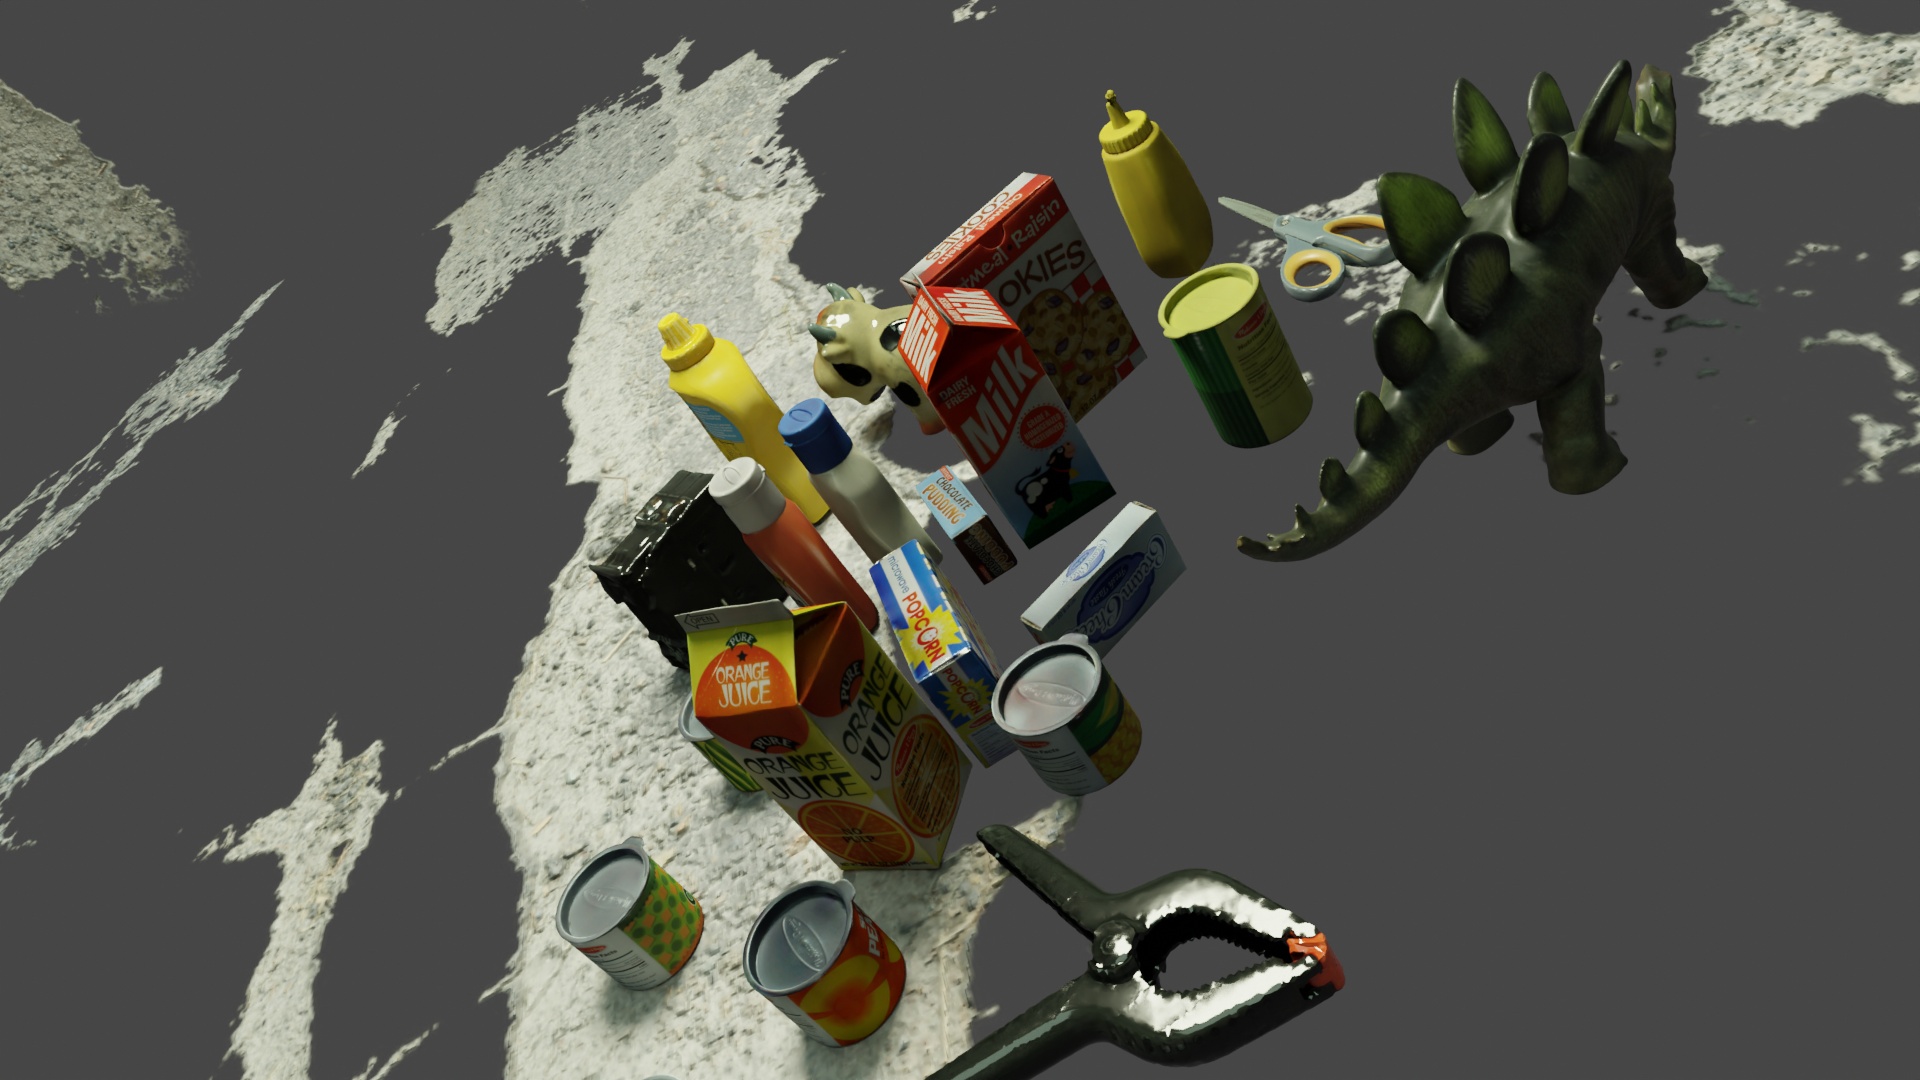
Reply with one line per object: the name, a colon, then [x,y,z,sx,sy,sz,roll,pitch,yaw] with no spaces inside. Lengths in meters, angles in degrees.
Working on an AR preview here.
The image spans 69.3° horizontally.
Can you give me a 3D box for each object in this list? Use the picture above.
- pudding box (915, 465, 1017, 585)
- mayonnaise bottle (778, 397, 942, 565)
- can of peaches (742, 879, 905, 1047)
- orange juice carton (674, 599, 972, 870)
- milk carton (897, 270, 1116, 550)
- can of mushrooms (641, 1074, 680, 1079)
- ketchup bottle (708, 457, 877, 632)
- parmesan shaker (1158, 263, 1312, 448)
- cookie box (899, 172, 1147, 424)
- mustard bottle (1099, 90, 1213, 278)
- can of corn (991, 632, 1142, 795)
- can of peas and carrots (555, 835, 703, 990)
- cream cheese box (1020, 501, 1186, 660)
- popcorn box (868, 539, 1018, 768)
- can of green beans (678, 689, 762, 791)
pudding box: [0.003,-0.012,0.956,0.030,0.049,0.084,-35,35,-1]
mayonnaise bottle: [-0.070,-0.033,0.954,0.041,0.147,0.065,-46,36,-16]
can of peaches: [-0.069,0.220,0.728,0.071,0.058,0.071,-22,36,17]
orange juice carton: [-0.075,0.098,0.761,0.071,0.192,0.073,-10,42,32]
milk carton: [0.022,-0.092,0.913,0.073,0.190,0.072,-33,34,2]
can of mushrooms: [-0.153,0.311,0.708,0.071,0.033,0.071,-22,36,17]
ketchup bottle: [-0.113,0.007,0.941,0.043,0.148,0.065,-40,35,-8]
parmesan shaker: [0.176,-0.115,0.892,0.071,0.102,0.072,-22,36,17]
cookie box: [0.049,-0.157,0.989,0.123,0.167,0.040,-43,35,-13]
mustard bottle: [0.144,-0.277,1.062,0.049,0.159,0.065,-3,46,38]
can of corn: [0.061,0.096,0.771,0.071,0.058,0.071,-22,36,17]
can of peas and carrots: [-0.195,0.222,0.828,0.071,0.058,0.071,-22,36,17]
cream cheese box: [0.087,0.031,0.832,0.104,0.053,0.024,-45,36,-15]
popcorn box: [-0.006,0.066,0.839,0.038,0.085,0.127,-33,35,3]
can of green beans: [-0.140,0.121,0.906,0.071,0.057,0.071,-22,36,17]
